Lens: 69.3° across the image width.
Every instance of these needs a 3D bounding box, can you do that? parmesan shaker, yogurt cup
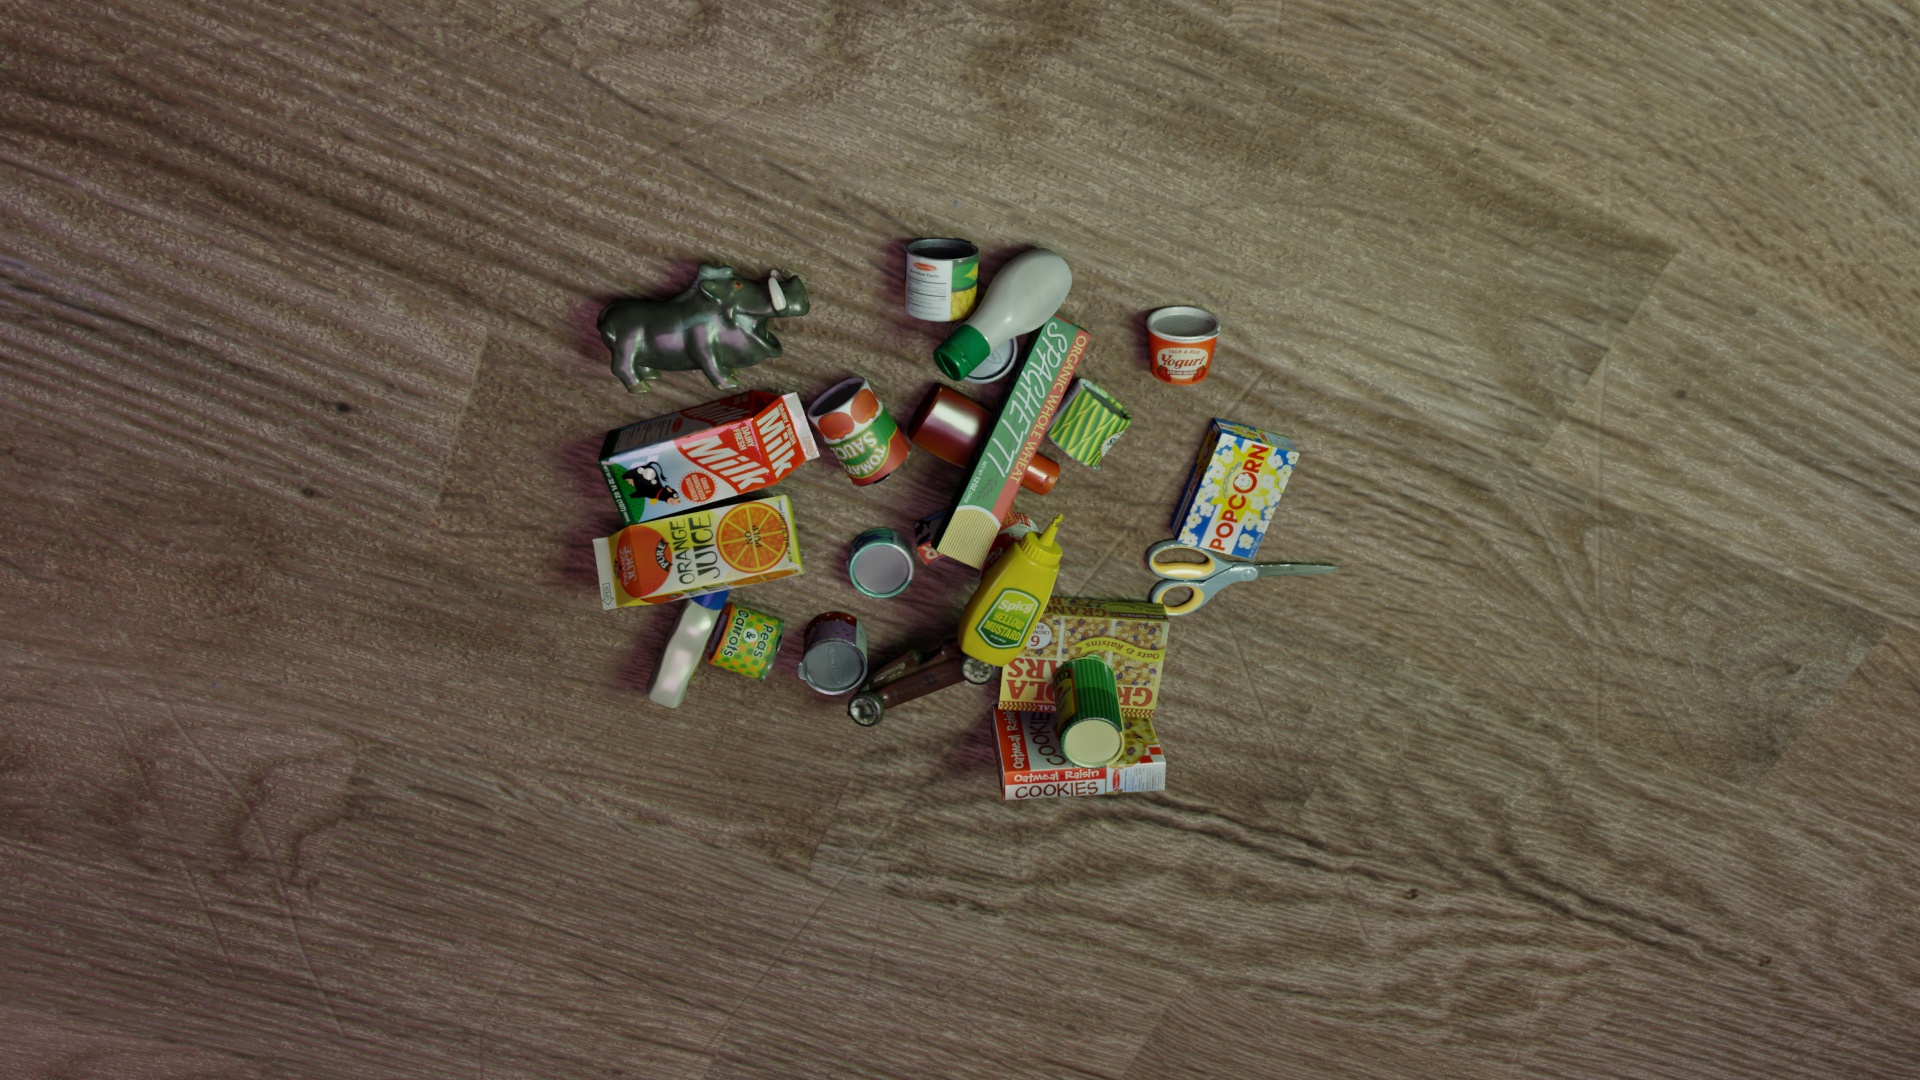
[{"bbox_3d":[0.129,0.171,1.398,0.071,0.103,0.071,0,119,0],"label":"parmesan shaker"},{"bbox_3d":[0.206,-0.181,1.299,0.072,0.073,0.053,-3,126,-3],"label":"yogurt cup"}]

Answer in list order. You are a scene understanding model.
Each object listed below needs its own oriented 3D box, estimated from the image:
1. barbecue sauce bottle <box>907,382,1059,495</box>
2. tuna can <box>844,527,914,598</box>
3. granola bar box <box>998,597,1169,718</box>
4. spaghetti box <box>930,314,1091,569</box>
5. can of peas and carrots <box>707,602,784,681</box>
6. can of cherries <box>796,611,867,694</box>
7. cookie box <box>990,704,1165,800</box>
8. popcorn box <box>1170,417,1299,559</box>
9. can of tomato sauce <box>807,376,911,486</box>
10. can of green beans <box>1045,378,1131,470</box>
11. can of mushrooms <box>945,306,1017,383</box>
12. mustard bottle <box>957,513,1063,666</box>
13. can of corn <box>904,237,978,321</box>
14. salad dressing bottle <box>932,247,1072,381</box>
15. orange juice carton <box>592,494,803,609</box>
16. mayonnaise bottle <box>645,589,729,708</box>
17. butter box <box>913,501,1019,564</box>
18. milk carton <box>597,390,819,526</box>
[{"bbox_3d":[0.026,-0.092,1.340,0.148,0.044,0.064,28,106,-18],"label":"barbecue sauce bottle"},{"bbox_3d":[-0.082,0.024,1.397,0.071,0.033,0.070,-2,117,-4],"label":"tuna can"},{"bbox_3d":[0.127,0.122,1.455,0.166,0.039,0.123,4,118,-2],"label":"granola bar box"},{"bbox_3d":[0.047,-0.095,1.305,0.050,0.029,0.249,24,94,-19],"label":"spaghetti box"},{"bbox_3d":[-0.216,0.102,1.405,0.059,0.071,0.070,21,114,-14],"label":"can of peas and carrots"},{"bbox_3d":[-0.132,0.115,1.425,0.071,0.058,0.071,-2,119,-4],"label":"can of cherries"},{"bbox_3d":[0.121,0.218,1.462,0.167,0.123,0.040,-3,117,-3],"label":"cookie box"},{"bbox_3d":[0.272,-0.050,1.385,0.085,0.038,0.126,14,115,-11],"label":"popcorn box"},{"bbox_3d":[-0.096,-0.102,1.310,0.071,0.071,0.083,-29,116,10],"label":"can of tomato sauce"},{"bbox_3d":[0.121,-0.113,1.325,0.071,0.071,0.057,32,110,-19],"label":"can of green beans"},{"bbox_3d":[0.021,-0.185,1.297,0.071,0.033,0.070,-2,117,-3],"label":"can of mushrooms"},{"bbox_3d":[0.054,0.042,1.290,0.065,0.049,0.159,21,113,-17],"label":"mustard bottle"},{"bbox_3d":[-0.016,-0.236,1.252,0.071,0.071,0.058,0,118,-5],"label":"can of corn"},{"bbox_3d":[0.037,-0.201,1.243,0.148,0.044,0.064,-45,125,-21],"label":"salad dressing bottle"},{"bbox_3d":[-0.252,0.013,1.332,0.193,0.073,0.072,-12,83,-4],"label":"orange juice carton"},{"bbox_3d":[-0.271,0.093,1.400,0.041,0.065,0.147,24,103,-11],"label":"mayonnaise bottle"},{"bbox_3d":[0.005,-0.017,1.371,0.103,0.053,0.024,-24,119,8],"label":"butter box"},{"bbox_3d":[-0.234,-0.083,1.306,0.190,0.074,0.072,-16,118,3],"label":"milk carton"}]
